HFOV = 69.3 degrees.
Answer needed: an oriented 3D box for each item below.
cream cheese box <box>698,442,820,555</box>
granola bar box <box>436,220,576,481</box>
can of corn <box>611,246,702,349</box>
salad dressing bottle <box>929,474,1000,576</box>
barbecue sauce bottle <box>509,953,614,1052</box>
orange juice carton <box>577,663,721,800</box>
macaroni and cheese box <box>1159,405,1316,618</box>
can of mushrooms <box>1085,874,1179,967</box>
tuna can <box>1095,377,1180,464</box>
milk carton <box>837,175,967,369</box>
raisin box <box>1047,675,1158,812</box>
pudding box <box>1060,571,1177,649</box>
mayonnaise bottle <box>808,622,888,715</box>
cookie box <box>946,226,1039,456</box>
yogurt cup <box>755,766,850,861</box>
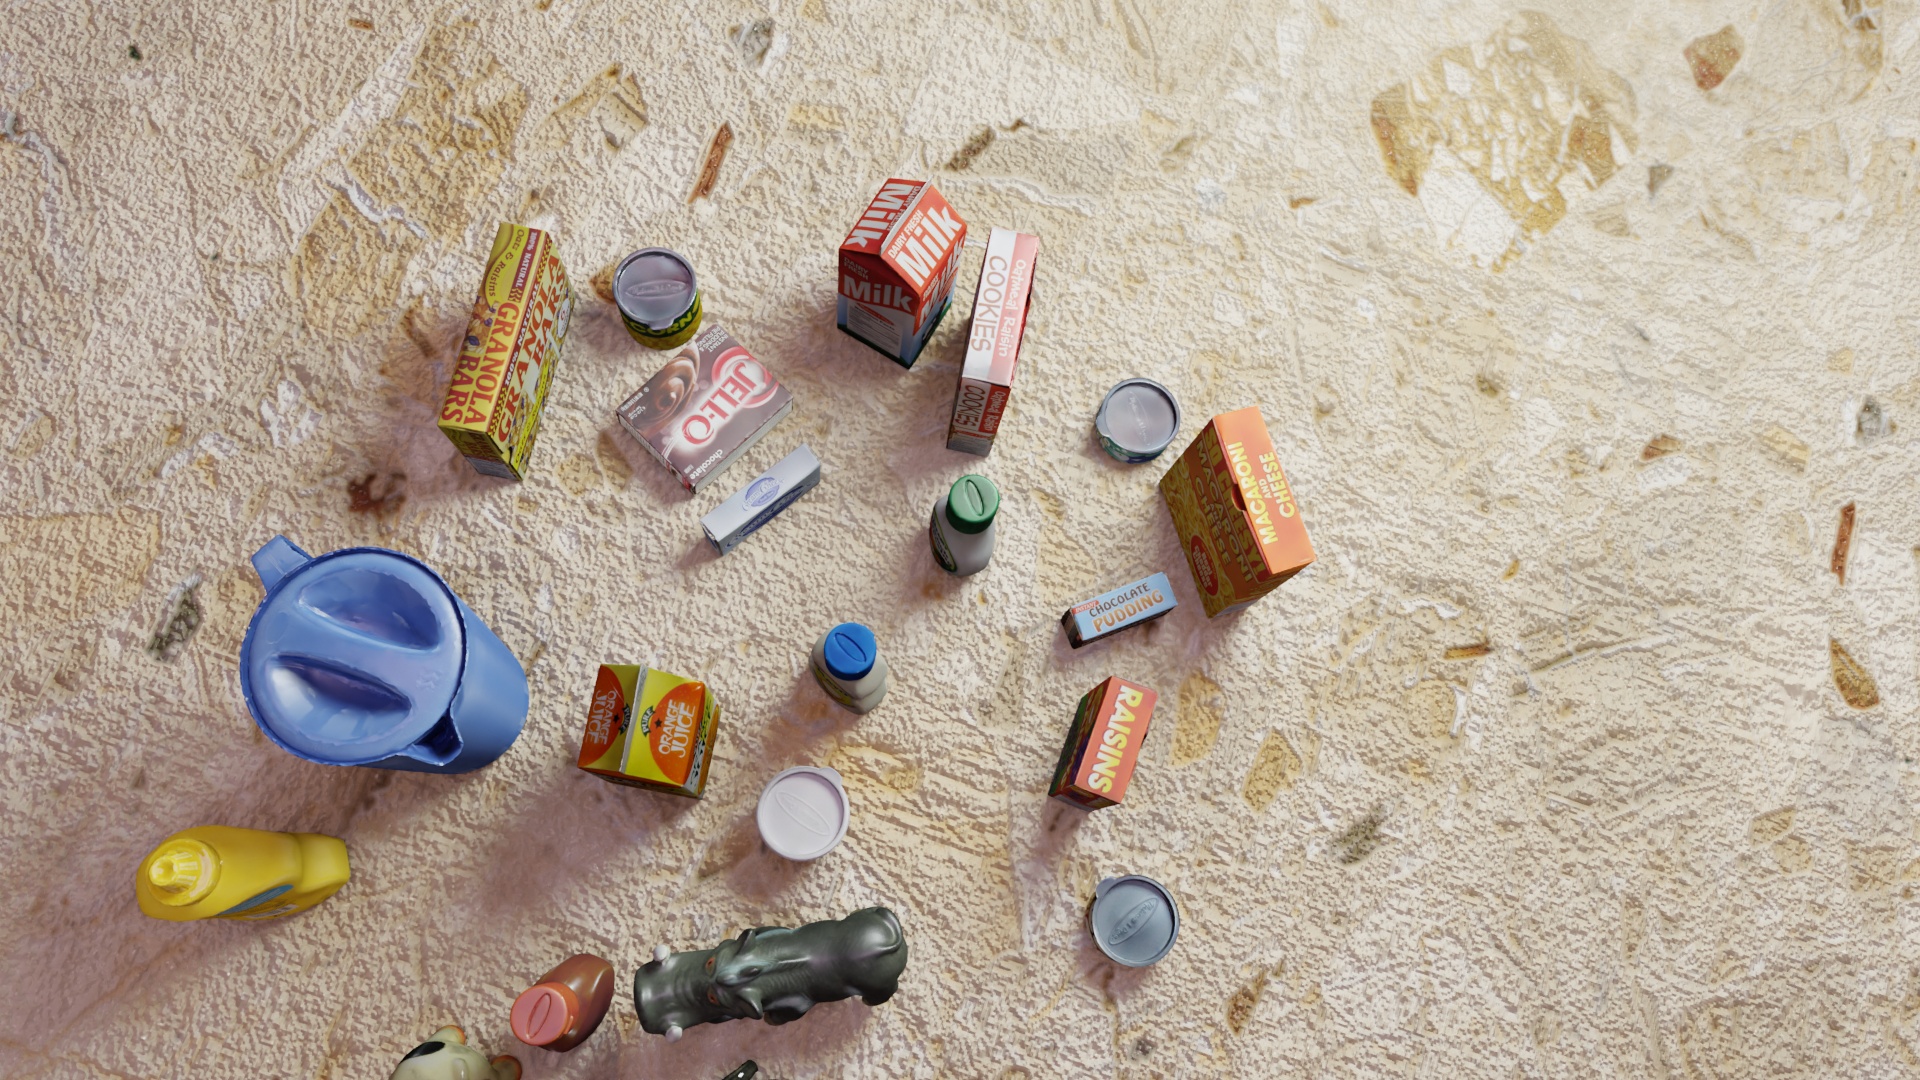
[{"bbox_3d":[-0.155,-0.032,1.090,0.104,0.053,0.024,-38,82,-13],"label":"cream cheese box"},{"bbox_3d":[-0.343,-0.141,1.065,0.039,0.124,0.166,12,75,-2],"label":"granola bar box"},{"bbox_3d":[-0.243,-0.192,1.122,0.071,0.058,0.071,1,75,-5],"label":"can of corn"},{"bbox_3d":[0.004,-0.013,1.051,0.044,0.147,0.064,-17,78,-9],"label":"salad dressing bottle"},{"bbox_3d":[-0.270,0.315,0.939,0.044,0.148,0.065,22,75,1],"label":"barbecue sauce bottle"},{"bbox_3d":[-0.216,0.134,0.969,0.073,0.192,0.072,10,75,-2],"label":"orange juice carton"},{"bbox_3d":[0.207,-0.017,1.061,0.040,0.166,0.124,-16,78,-9],"label":"macaroni and cheese box"},{"bbox_3d":[0.127,0.283,1.044,0.071,0.033,0.071,1,75,-5],"label":"can of mushrooms"},{"bbox_3d":[0.143,-0.097,1.146,0.071,0.032,0.071,1,75,-5],"label":"tuna can"},{"bbox_3d":[-0.047,-0.211,1.076,0.073,0.190,0.072,31,75,3],"label":"milk carton"},{"bbox_3d":[0.104,0.153,1.029,0.040,0.123,0.086,22,75,1],"label":"raisin box"},{"bbox_3d":[0.125,0.055,1.095,0.084,0.049,0.030,-20,78,-10],"label":"pudding box"},{"bbox_3d":[-0.082,0.091,1.016,0.065,0.147,0.041,42,76,6],"label":"mayonnaise bottle"},{"bbox_3d":[0.024,-0.149,1.079,0.040,0.167,0.123,11,75,-2],"label":"cookie box"},{"bbox_3d":[-0.116,0.204,1.032,0.072,0.053,0.072,1,75,-5],"label":"yogurt cup"}]
